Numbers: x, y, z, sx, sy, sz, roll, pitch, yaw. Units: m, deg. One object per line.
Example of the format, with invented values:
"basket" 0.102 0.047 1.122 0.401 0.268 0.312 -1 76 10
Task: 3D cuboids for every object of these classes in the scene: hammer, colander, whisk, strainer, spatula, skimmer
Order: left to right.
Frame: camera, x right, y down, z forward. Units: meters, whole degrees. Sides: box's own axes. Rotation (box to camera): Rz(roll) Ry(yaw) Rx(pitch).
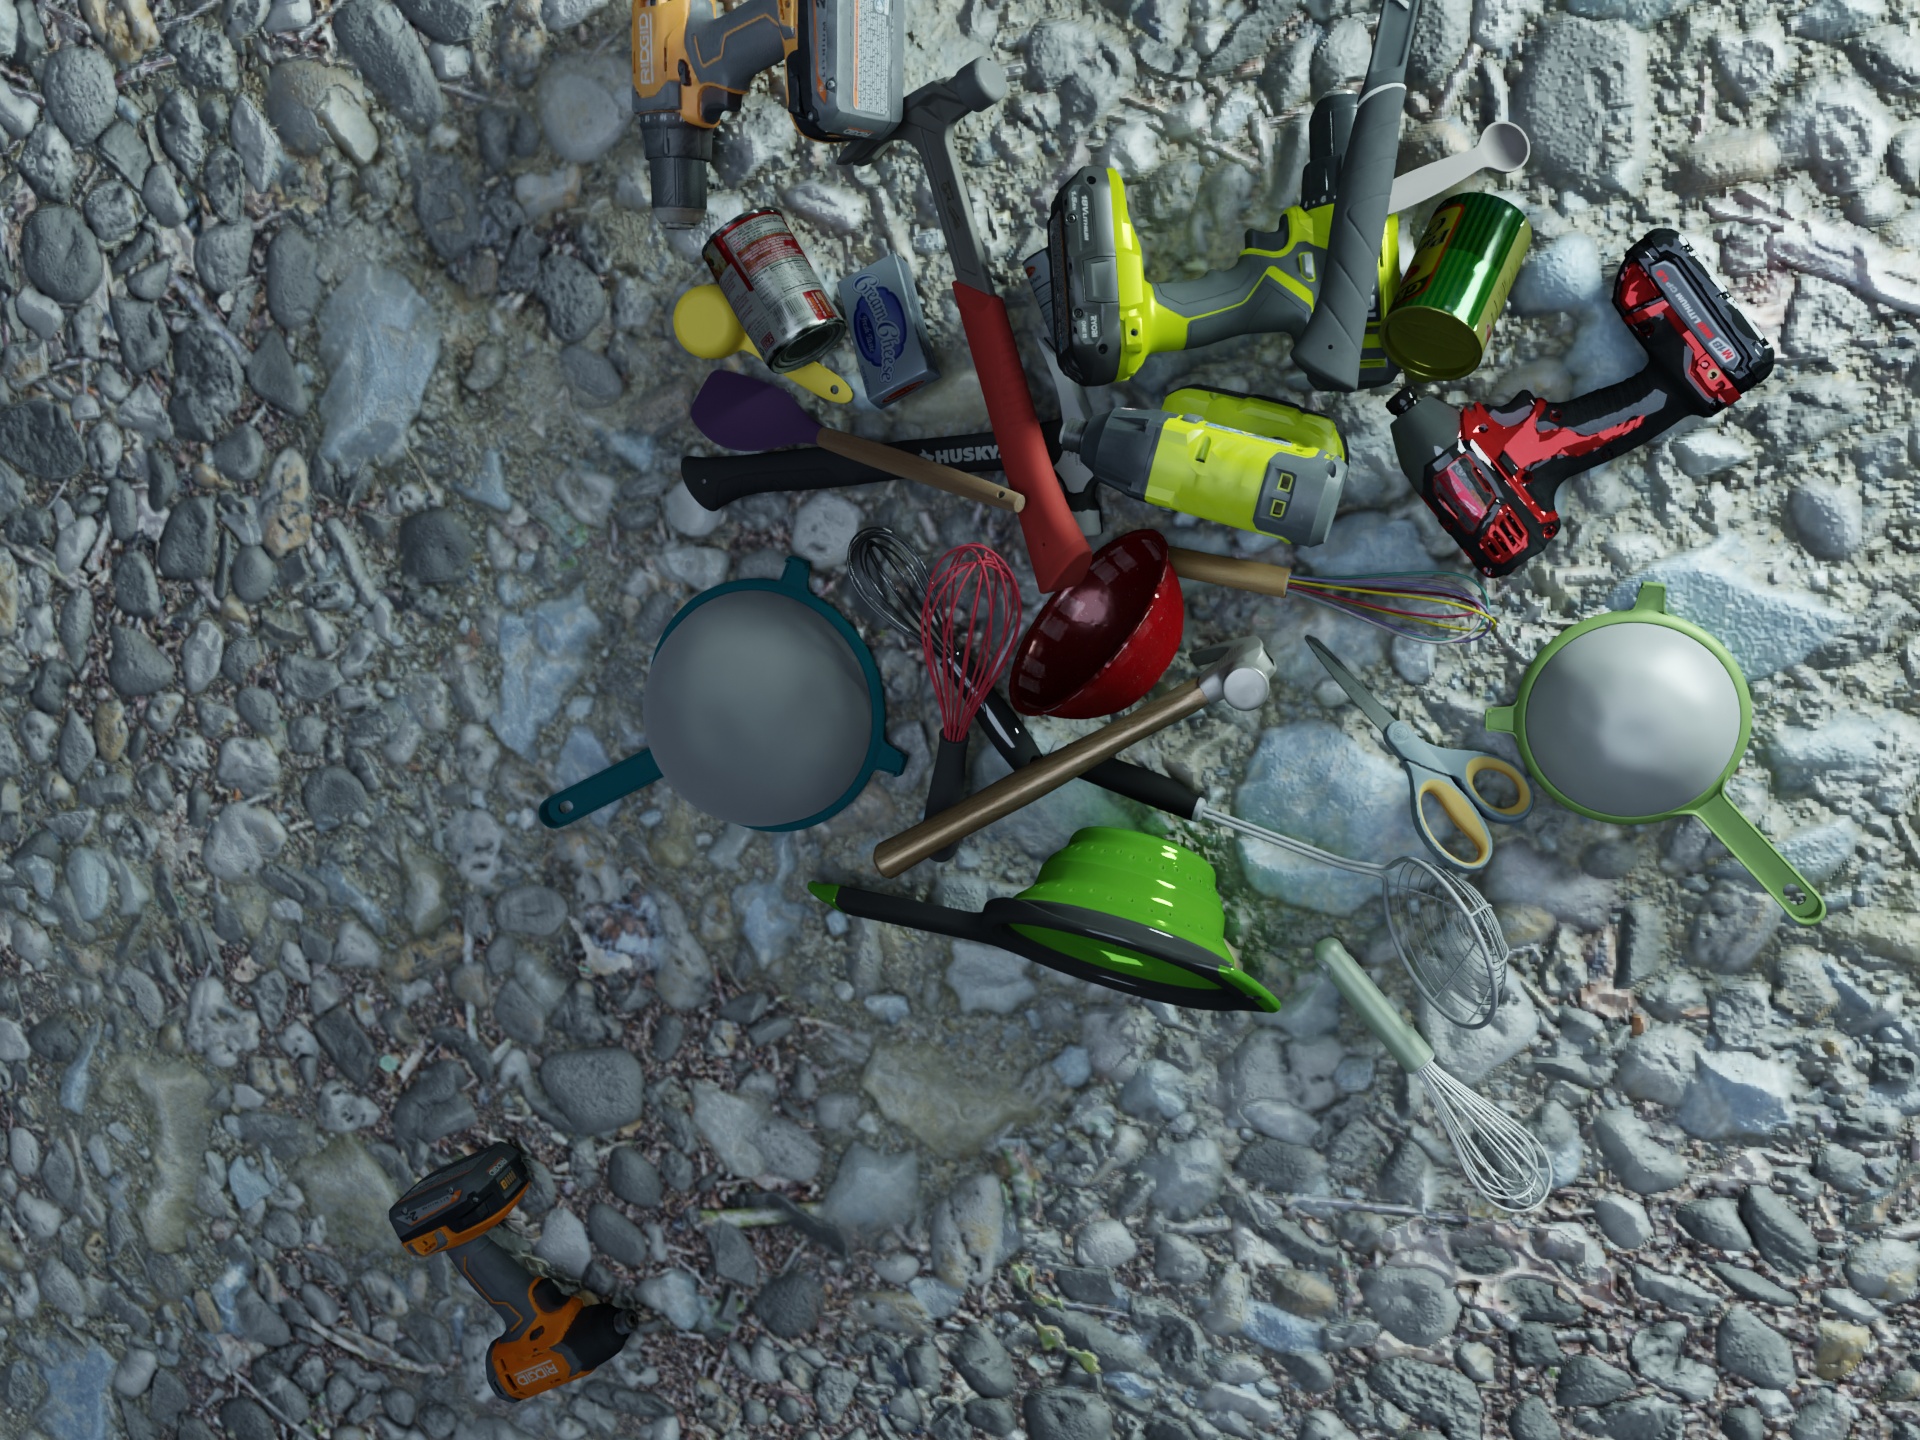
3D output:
"strainer" -0.226 0.023 1.281 0.340 0.095 0.211 -25 94 21
"spatula" -0.083 -0.200 1.167 0.316 0.018 0.060 23 83 31
"hammer" -0.059 -0.202 1.206 0.335 0.035 0.146 -2 102 19
"whisk" -0.008 -0.047 1.218 0.055 0.055 0.239 -35 94 22
"whisk" -0.002 -0.004 1.183 0.073 0.073 0.295 19 129 14
"hammer" 0.015 -0.263 1.115 0.149 0.036 0.359 -16 90 44
"colander" 0.055 0.129 1.211 0.397 0.204 0.094 7 71 33
"hammer" 0.078 0.030 1.153 0.331 0.130 0.031 -29 99 19
"skimmer" 0.219 0.109 1.153 0.363 0.090 0.127 21 147 16
"whisk" 0.253 -0.095 1.122 0.245 0.047 0.051 13 108 19
"hammer" 0.272 -0.408 0.994 0.149 0.036 0.409 11 90 13
"whisk" 0.346 0.259 1.174 0.059 0.057 0.246 -38 85 -12
"strainer" 0.485 0.044 1.060 0.151 0.069 0.256 -43 85 22

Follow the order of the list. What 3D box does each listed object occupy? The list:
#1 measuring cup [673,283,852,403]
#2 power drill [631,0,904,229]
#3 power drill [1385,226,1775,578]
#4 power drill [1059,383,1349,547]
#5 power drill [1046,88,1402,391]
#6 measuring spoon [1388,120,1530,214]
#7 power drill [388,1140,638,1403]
"measuring cup" -0.153 -0.283 1.220 0.156 0.029 0.062 31 110 10
"power drill" -0.149 -0.448 1.133 0.226 0.084 0.185 12 107 36
"power drill" 0.392 -0.209 1.032 0.219 0.078 0.143 -39 88 25
"power drill" 0.168 -0.170 1.034 0.171 0.223 0.080 18 107 14
"power drill" 0.177 -0.311 1.048 0.228 0.080 0.190 -5 94 -4
"measuring spoon" 0.311 -0.351 1.030 0.124 0.018 0.034 -25 88 -7
"power drill" -0.403 0.508 1.463 0.164 0.084 0.226 -27 97 21
